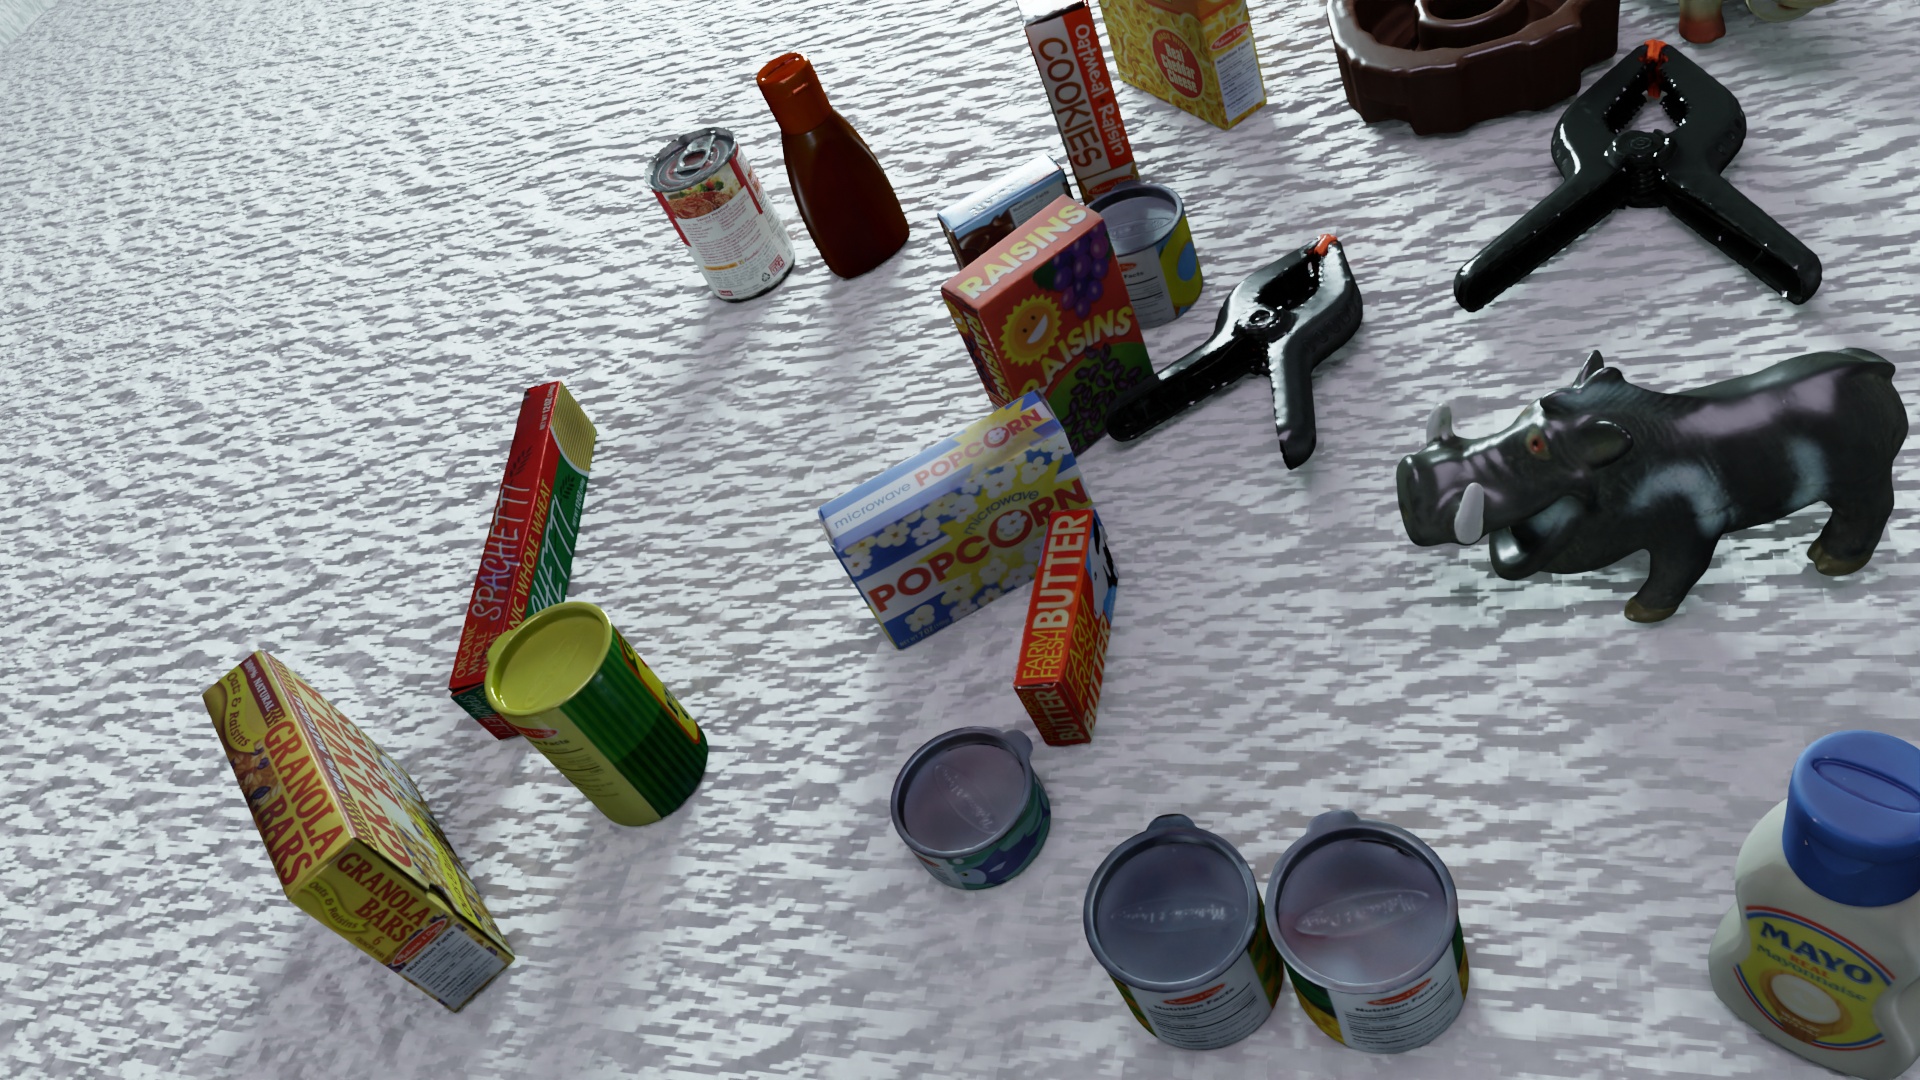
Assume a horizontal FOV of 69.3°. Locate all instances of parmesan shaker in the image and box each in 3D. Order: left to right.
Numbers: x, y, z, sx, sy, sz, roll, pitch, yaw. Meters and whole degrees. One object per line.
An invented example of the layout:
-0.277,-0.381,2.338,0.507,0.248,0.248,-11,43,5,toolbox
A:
-0.178,0.086,0.684,0.071,0.102,0.072,-13,46,14,parmesan shaker

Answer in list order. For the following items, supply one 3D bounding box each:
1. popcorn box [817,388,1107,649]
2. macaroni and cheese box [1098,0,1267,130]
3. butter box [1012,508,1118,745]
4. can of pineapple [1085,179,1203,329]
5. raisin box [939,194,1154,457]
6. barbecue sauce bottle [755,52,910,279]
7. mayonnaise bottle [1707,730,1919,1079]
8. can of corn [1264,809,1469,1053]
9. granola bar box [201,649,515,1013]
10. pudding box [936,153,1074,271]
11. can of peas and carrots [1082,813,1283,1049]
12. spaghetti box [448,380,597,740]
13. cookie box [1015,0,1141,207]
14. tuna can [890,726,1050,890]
0.002,-0.009,0.699,0.127,0.085,0.038,-29,44,-1,popcorn box
0.133,-0.364,0.905,0.040,0.165,0.124,-36,45,-8,macaroni and cheese box
0.052,0.040,0.655,0.024,0.053,0.104,-4,49,23,butter box
0.105,-0.168,0.816,0.071,0.057,0.071,-13,46,14,can of pineapple
0.050,-0.107,0.740,0.086,0.123,0.040,-38,45,-10,raisin box
-0.087,-0.247,0.914,0.065,0.148,0.044,-37,45,-9,barbecue sauce bottle
0.266,0.112,0.421,0.065,0.147,0.041,26,65,39,mayonnaise bottle
0.149,0.144,0.510,0.071,0.058,0.071,-13,46,14,can of corn
-0.294,0.138,0.676,0.039,0.123,0.166,-41,46,-13,granola bar box
0.032,-0.205,0.890,0.084,0.049,0.030,-31,44,-3,pudding box
0.086,0.151,0.533,0.071,0.058,0.071,-13,46,14,can of peas and carrots
-0.258,0.004,0.835,0.028,0.050,0.251,-16,45,12,spaghetti box
0.073,-0.277,0.854,0.040,0.166,0.123,-18,45,9,cookie box
0.007,0.118,0.619,0.071,0.032,0.071,-13,46,14,tuna can
